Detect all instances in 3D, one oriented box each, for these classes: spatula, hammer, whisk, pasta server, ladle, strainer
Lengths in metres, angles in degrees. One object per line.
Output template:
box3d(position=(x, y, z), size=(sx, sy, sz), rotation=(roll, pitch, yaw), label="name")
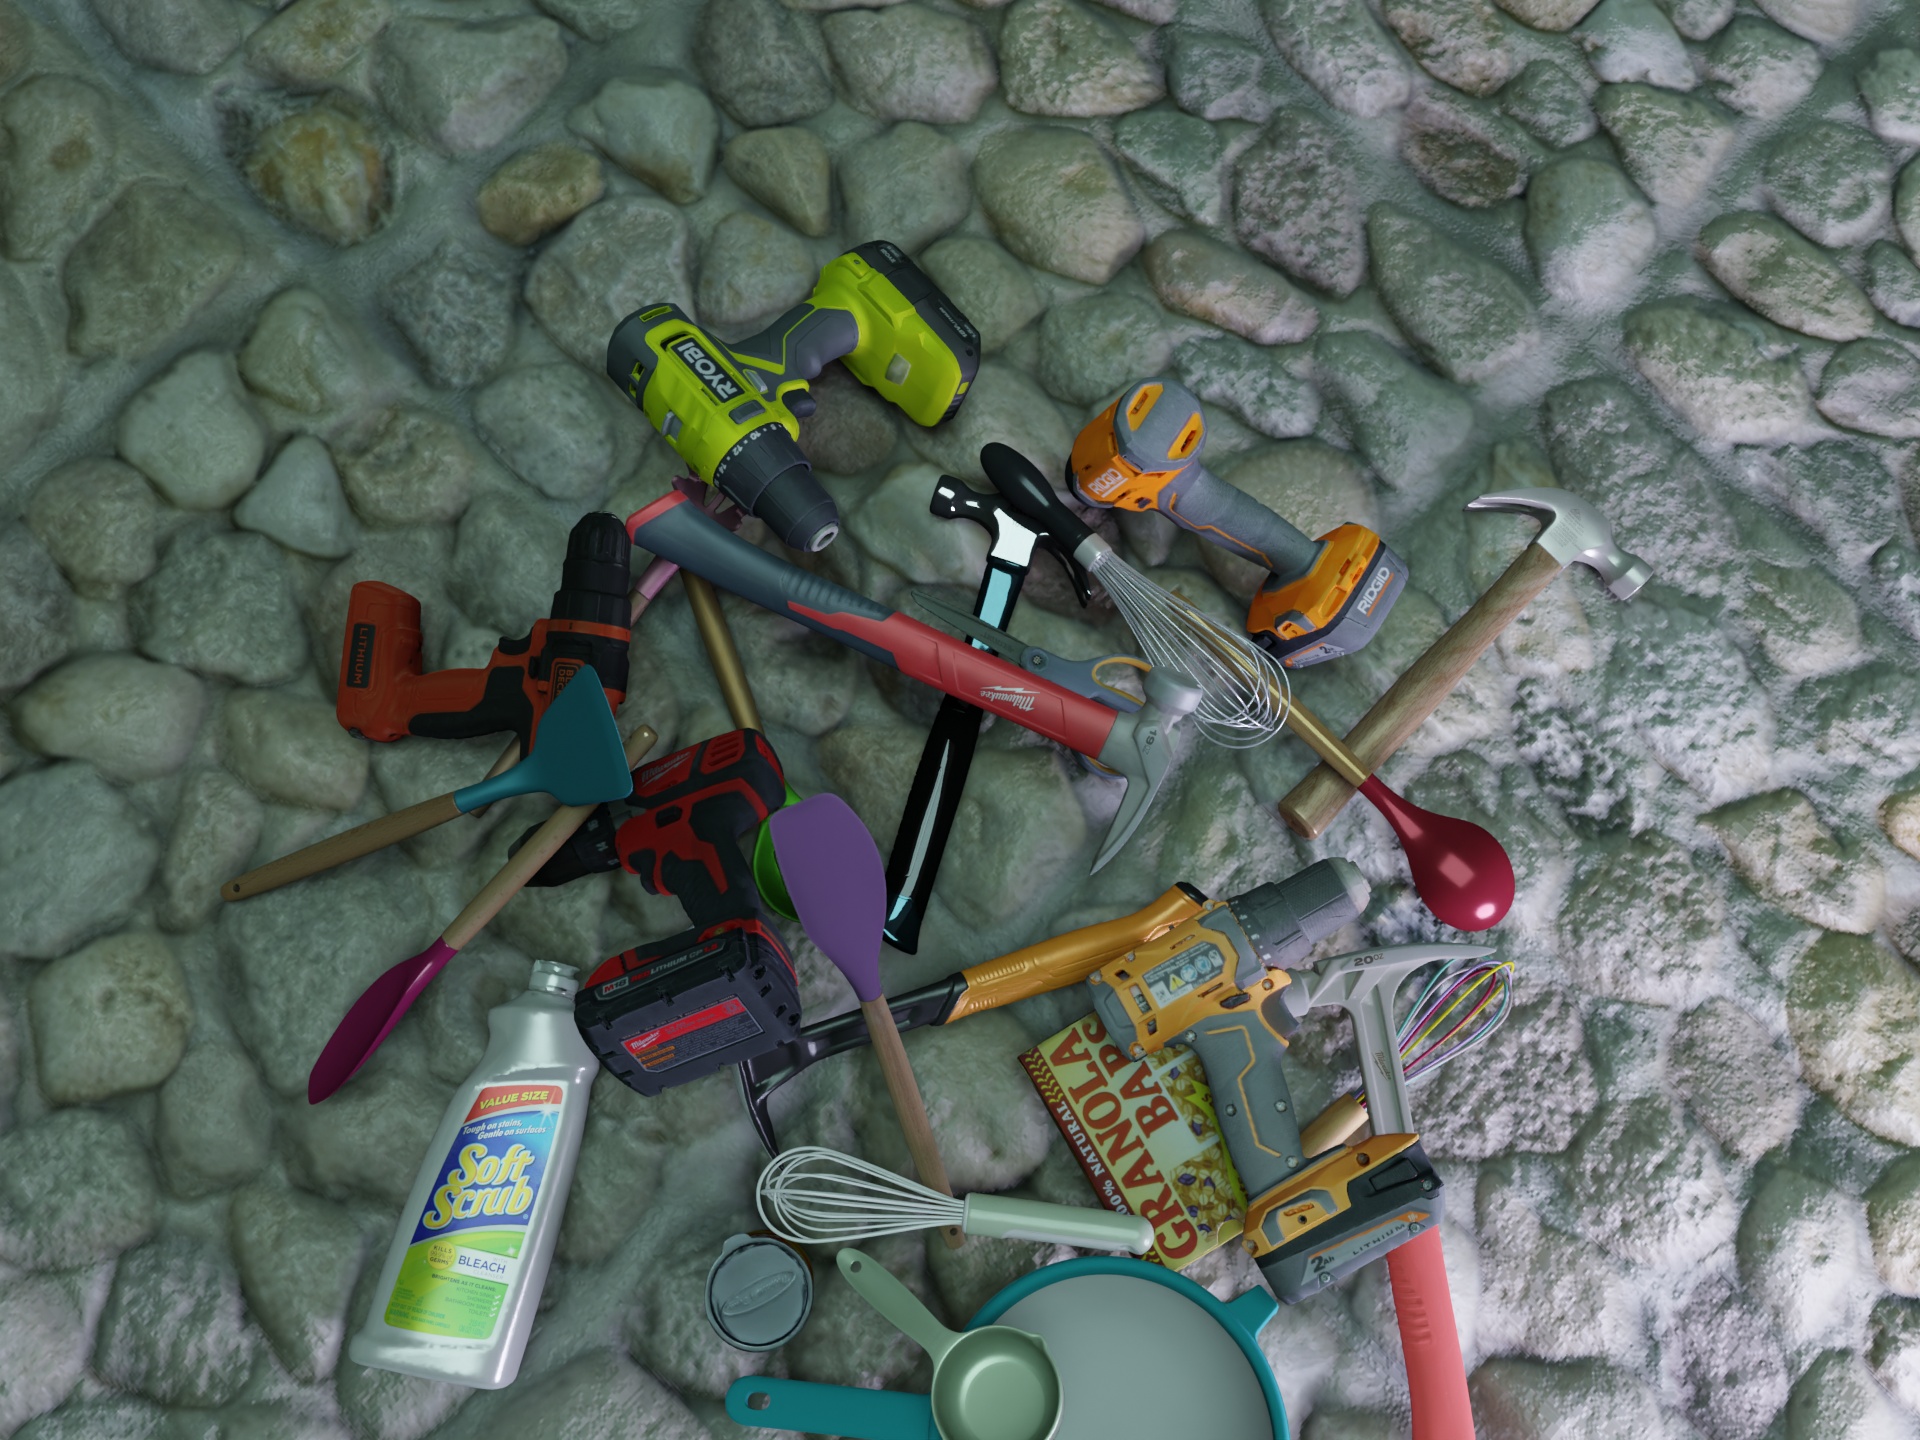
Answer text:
box3d(position=(-0.046, 0.192, 0.982), size=(0.060, 0.018, 0.315), rotation=(-21, 106, -15), label="spatula")
box3d(position=(-0.047, -0.038, 1.043), size=(0.386, 0.038, 0.143), rotation=(25, 106, 3), label="hammer")
box3d(position=(0.278, 0.239, 1.057), size=(0.245, 0.047, 0.051), rotation=(-39, 84, -9), label="whisk")
box3d(position=(-0.233, -0.065, 1.074), size=(0.060, 0.040, 0.316), rotation=(36, 82, 0), label="pasta server")
box3d(position=(0.344, -0.043, 1.134), size=(0.130, 0.031, 0.331), rotation=(45, 77, 6), label="hammer")
box3d(position=(0.296, 0.324, 1.015), size=(0.149, 0.036, 0.359), rotation=(-9, 85, -3), label="hammer")
box3d(position=(0.257, 0.022, 1.084), size=(0.315, 0.031, 0.069), rotation=(44, 78, 7), label="ladle")
box3d(position=(-0.004, 0.303, 0.979), size=(0.246, 0.057, 0.059), rotation=(6, 60, 4), label="whisk")
box3d(position=(-0.338, 0.058, 0.987), size=(0.317, 0.044, 0.082), rotation=(-21, 84, 15), label="spatula")
box3d(position=(-0.002, -0.003, 1.095), size=(0.128, 0.033, 0.331), rotation=(17, 76, 0), label="hammer")
box3d(position=(0.015, 0.181, 1.035), size=(0.337, 0.034, 0.127), rotation=(-17, 114, -15), label="hammer")
box3d(position=(0.113, -0.093, 1.079), size=(0.070, 0.070, 0.285), rotation=(-40, 76, -12), label="whisk")
box3d(position=(0.029, 0.439, 0.969), size=(0.340, 0.095, 0.211), rotation=(0, 58, 14), label="strainer")

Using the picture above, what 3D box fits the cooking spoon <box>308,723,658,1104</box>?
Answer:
box3d(position=(-0.300, 0.120, 0.990), size=(0.319, 0.069, 0.017), rotation=(-46, 122, 5), label="cooking spoon")

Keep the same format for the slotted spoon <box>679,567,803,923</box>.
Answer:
box3d(position=(-0.146, -0.007, 1.086), size=(0.070, 0.031, 0.314), rotation=(-21, 77, -7), label="slotted spoon")

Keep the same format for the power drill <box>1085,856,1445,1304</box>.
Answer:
box3d(position=(0.206, 0.208, 0.965), size=(0.185, 0.084, 0.226), rotation=(-31, 73, 4), label="power drill")

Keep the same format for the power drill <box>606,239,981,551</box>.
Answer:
box3d(position=(-0.095, -0.220, 1.067), size=(0.190, 0.080, 0.228), rotation=(47, 53, 10), label="power drill")

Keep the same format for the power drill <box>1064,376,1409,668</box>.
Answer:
box3d(position=(0.174, -0.132, 1.090), size=(0.226, 0.164, 0.084), rotation=(36, 76, -9), label="power drill")

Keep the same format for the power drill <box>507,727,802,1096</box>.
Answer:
box3d(position=(-0.191, 0.113, 0.977), size=(0.188, 0.080, 0.227), rotation=(-22, 41, 5), label="power drill")

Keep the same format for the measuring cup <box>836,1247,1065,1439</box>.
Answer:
box3d(position=(-0.010, 0.372, 0.941), size=(0.168, 0.038, 0.083), rotation=(33, 69, 30), label="measuring cup")
